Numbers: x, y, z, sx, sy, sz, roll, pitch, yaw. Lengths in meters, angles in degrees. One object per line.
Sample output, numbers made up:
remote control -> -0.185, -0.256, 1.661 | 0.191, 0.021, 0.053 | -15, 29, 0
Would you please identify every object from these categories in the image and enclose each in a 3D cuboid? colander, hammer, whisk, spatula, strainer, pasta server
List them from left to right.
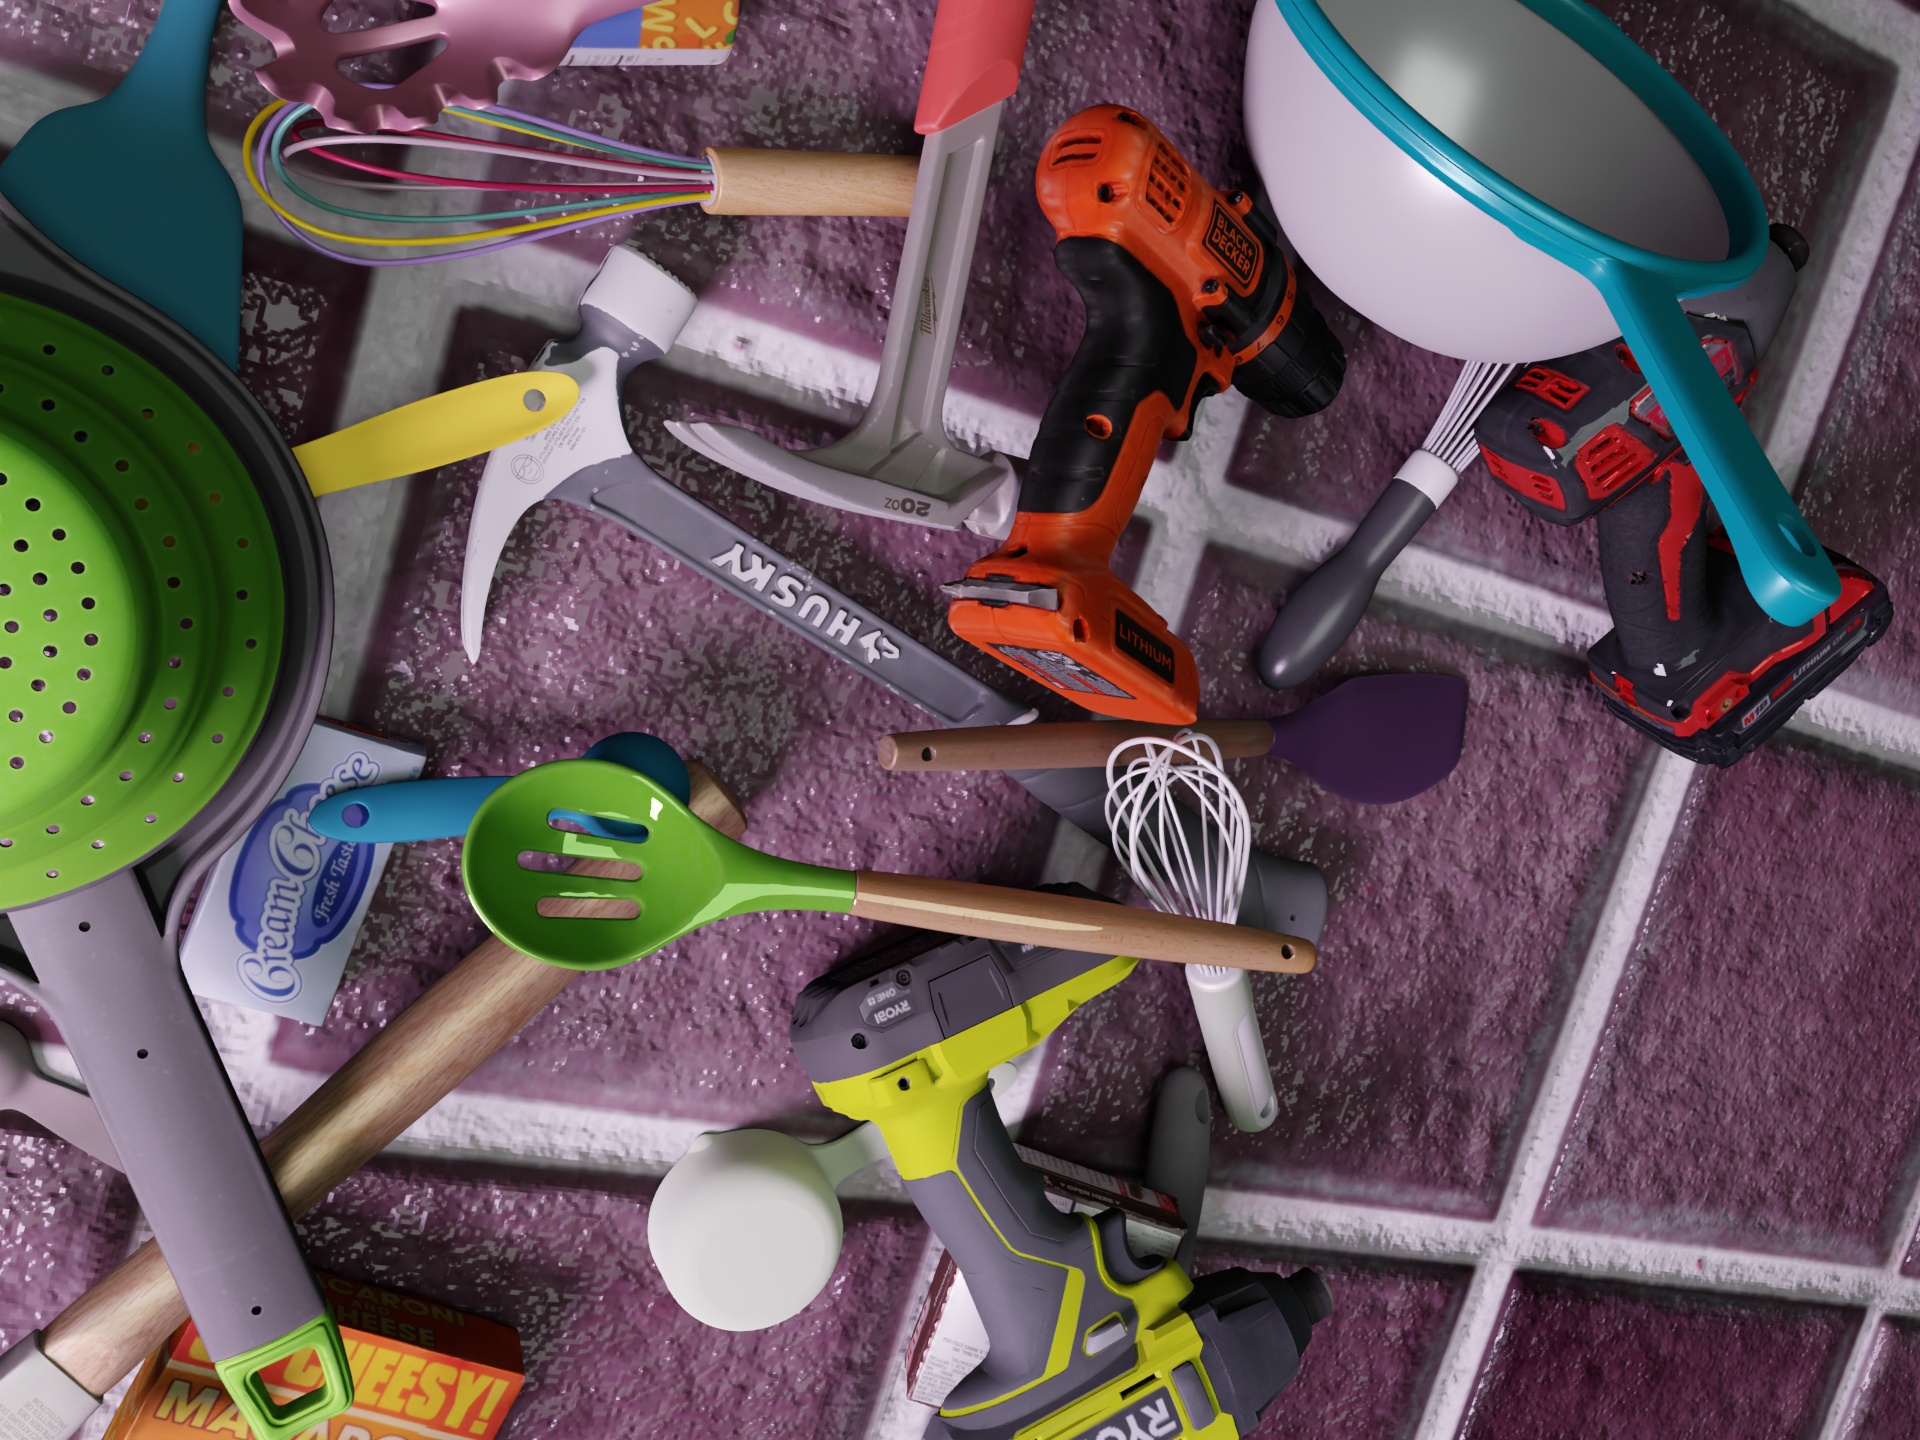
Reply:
colander -> -0.249, 0.047, 0.434 | 0.204, 0.094, 0.397 | -22, 105, -20
spatula -> -0.212, -0.259, 0.473 | 0.082, 0.044, 0.317 | 18, 94, -27
hammer -> -0.203, 0.134, 0.545 | 0.331, 0.031, 0.130 | -42, 112, -19
whisk -> -0.104, -0.183, 0.523 | 0.245, 0.047, 0.051 | -10, 141, -30
pasta server -> -0.051, -0.233, 0.473 | 0.316, 0.040, 0.060 | -21, 107, -17
hammer -> -0.001, -0.002, 0.623 | 0.408, 0.036, 0.149 | 33, 90, -25
hammer -> 0.002, -0.247, 0.539 | 0.149, 0.037, 0.359 | 9, 93, -41
whisk -> 0.092, 0.272, 0.722 | 0.055, 0.055, 0.239 | 2, 97, -22
spatula -> 0.103, 0.010, 0.646 | 0.315, 0.018, 0.060 | -1, 100, -35
whisk -> 0.104, 0.095, 0.651 | 0.058, 0.059, 0.246 | -52, 140, -32
whisk -> 0.217, -0.127, 0.671 | 0.070, 0.070, 0.284 | 36, 93, -25
strainer -> 0.192, -0.151, 0.555 | 0.211, 0.341, 0.095 | 7, 143, -26

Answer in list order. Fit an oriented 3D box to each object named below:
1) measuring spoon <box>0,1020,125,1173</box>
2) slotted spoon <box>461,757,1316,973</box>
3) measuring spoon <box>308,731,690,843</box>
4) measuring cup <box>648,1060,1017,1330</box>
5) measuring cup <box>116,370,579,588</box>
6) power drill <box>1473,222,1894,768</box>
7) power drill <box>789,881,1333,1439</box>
measuring spoon -> -0.298, 0.143, 0.547 | 0.124, 0.018, 0.034 | 39, 86, -26
slotted spoon -> -0.014, 0.066, 0.564 | 0.313, 0.031, 0.070 | 10, 78, -16
measuring spoon -> -0.154, 0.027, 0.545 | 0.128, 0.021, 0.042 | -5, 81, -23
measuring cup -> -0.045, 0.187, 0.647 | 0.167, 0.038, 0.083 | -26, 111, -12
measuring cup -> -0.201, -0.086, 0.519 | 0.156, 0.029, 0.062 | -20, 109, -12
power drill -> 0.311, -0.093, 0.669 | 0.143, 0.079, 0.219 | -42, 128, 0
power drill -> 0.040, 0.183, 0.620 | 0.171, 0.080, 0.223 | -22, 90, -18
